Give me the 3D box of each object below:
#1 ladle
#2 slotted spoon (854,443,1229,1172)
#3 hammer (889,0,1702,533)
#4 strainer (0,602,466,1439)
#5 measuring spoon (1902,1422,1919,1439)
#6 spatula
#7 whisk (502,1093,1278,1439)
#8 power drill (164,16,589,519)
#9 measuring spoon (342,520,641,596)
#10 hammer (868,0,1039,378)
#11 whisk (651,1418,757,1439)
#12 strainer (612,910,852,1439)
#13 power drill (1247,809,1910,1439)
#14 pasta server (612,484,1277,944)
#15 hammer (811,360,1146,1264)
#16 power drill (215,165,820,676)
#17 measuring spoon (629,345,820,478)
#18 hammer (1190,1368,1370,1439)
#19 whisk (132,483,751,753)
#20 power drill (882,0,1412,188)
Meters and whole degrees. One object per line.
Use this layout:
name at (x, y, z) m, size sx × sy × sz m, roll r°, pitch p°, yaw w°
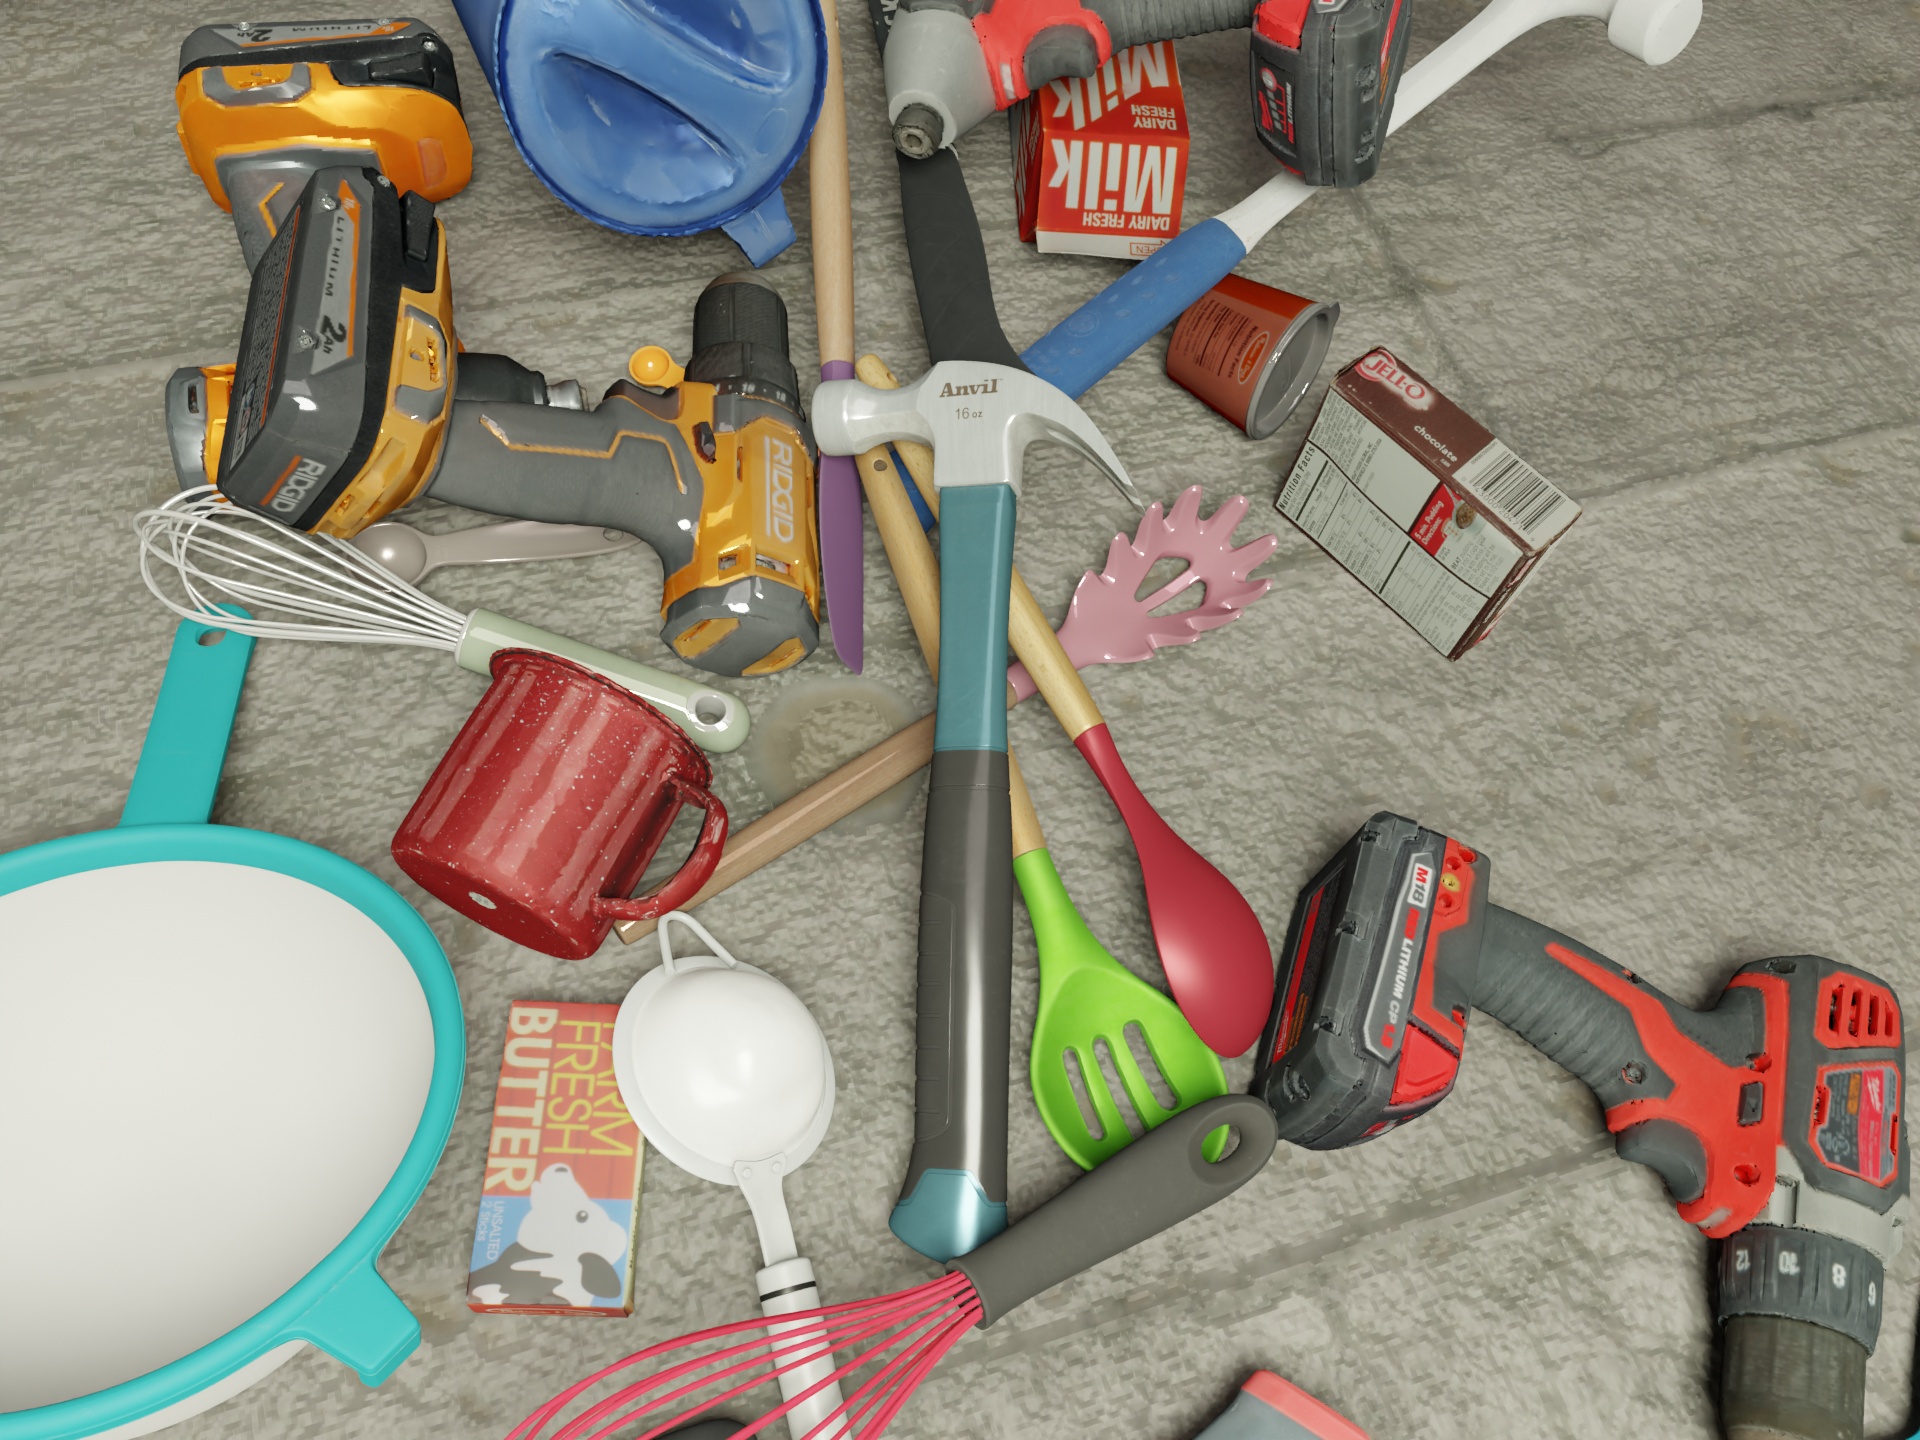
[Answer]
ladle at (0.037, -0.017, 0.619) m, size 0.069 × 0.031 × 0.315 m, roll -7°, pitch 63°, yaw -57°
slotted spoon at (0.019, 0.027, 0.608) m, size 0.070 × 0.031 × 0.314 m, roll -17°, pitch 73°, yaw -16°
hammer at (0.124, -0.224, 0.708) m, size 0.405 × 0.035 × 0.144 m, roll -39°, pitch 55°, yaw -4°
strainer at (-0.269, 0.095, 0.535) m, size 0.211 × 0.095 × 0.341 m, roll -3°, pitch 41°, yaw -11°
measuring spoon at (0.344, 0.240, 0.564) m, size 0.042 × 0.021 × 0.129 m, roll 29°, pitch 53°, yaw 10°
spatula at (-0.054, -0.175, 0.680) m, size 0.018 × 0.059 × 0.316 m, roll -6°, pitch 74°, yaw 11°
whisk at (-0.014, 0.187, 0.488) m, size 0.296 × 0.073 × 0.073 m, roll -22°, pitch 66°, yaw -28°
power drill at (-0.255, -0.197, 0.694) m, size 0.164 × 0.084 × 0.227 m, roll -8°, pitch 67°, yaw -13°
measuring spoon at (-0.194, -0.070, 0.670) m, size 0.124 × 0.018 × 0.034 m, roll -9°, pitch 65°, yaw -19°
hammer at (-0.024, -0.282, 0.755) m, size 0.149 × 0.036 × 0.409 m, roll -10°, pitch 55°, yaw -1°
whisk at (-0.187, 0.277, 0.453) m, size 0.284 × 0.070 × 0.070 m, roll -21°, pitch 66°, yaw -23°
strainer at (-0.058, 0.177, 0.529) m, size 0.086 × 0.050 × 0.259 m, roll 1°, pitch 64°, yaw -40°
power drill at (0.224, 0.147, 0.566) m, size 0.226 × 0.080 × 0.188 m, roll 21°, pitch 61°, yaw 1°
pasta server at (-0.001, -0.002, 0.640) m, size 0.316 × 0.040 × 0.060 m, roll -32°, pitch 80°, yaw -20°
hammer at (0.002, 0.026, 0.578) m, size 0.128 × 0.033 × 0.331 m, roll -2°, pitch 77°, yaw 16°
power drill at (-0.153, -0.129, 0.622) m, size 0.226 × 0.084 × 0.185 m, roll 17°, pitch 58°, yaw -36°
measuring spoon at (-0.098, -0.136, 0.719) m, size 0.117 × 0.011 × 0.021 m, roll 29°, pitch 75°, yaw 5°
hammer at (-0.036, 0.309, 0.453) m, size 0.386 × 0.038 × 0.143 m, roll -19°, pitch 89°, yaw -22°
whisk at (-0.200, -0.035, 0.622) m, size 0.246 × 0.059 × 0.058 m, roll 19°, pitch 66°, yaw -6°
power drill at (0.075, -0.294, 0.683) m, size 0.220 × 0.078 × 0.143 m, roll 10°, pitch 62°, yaw 19°
